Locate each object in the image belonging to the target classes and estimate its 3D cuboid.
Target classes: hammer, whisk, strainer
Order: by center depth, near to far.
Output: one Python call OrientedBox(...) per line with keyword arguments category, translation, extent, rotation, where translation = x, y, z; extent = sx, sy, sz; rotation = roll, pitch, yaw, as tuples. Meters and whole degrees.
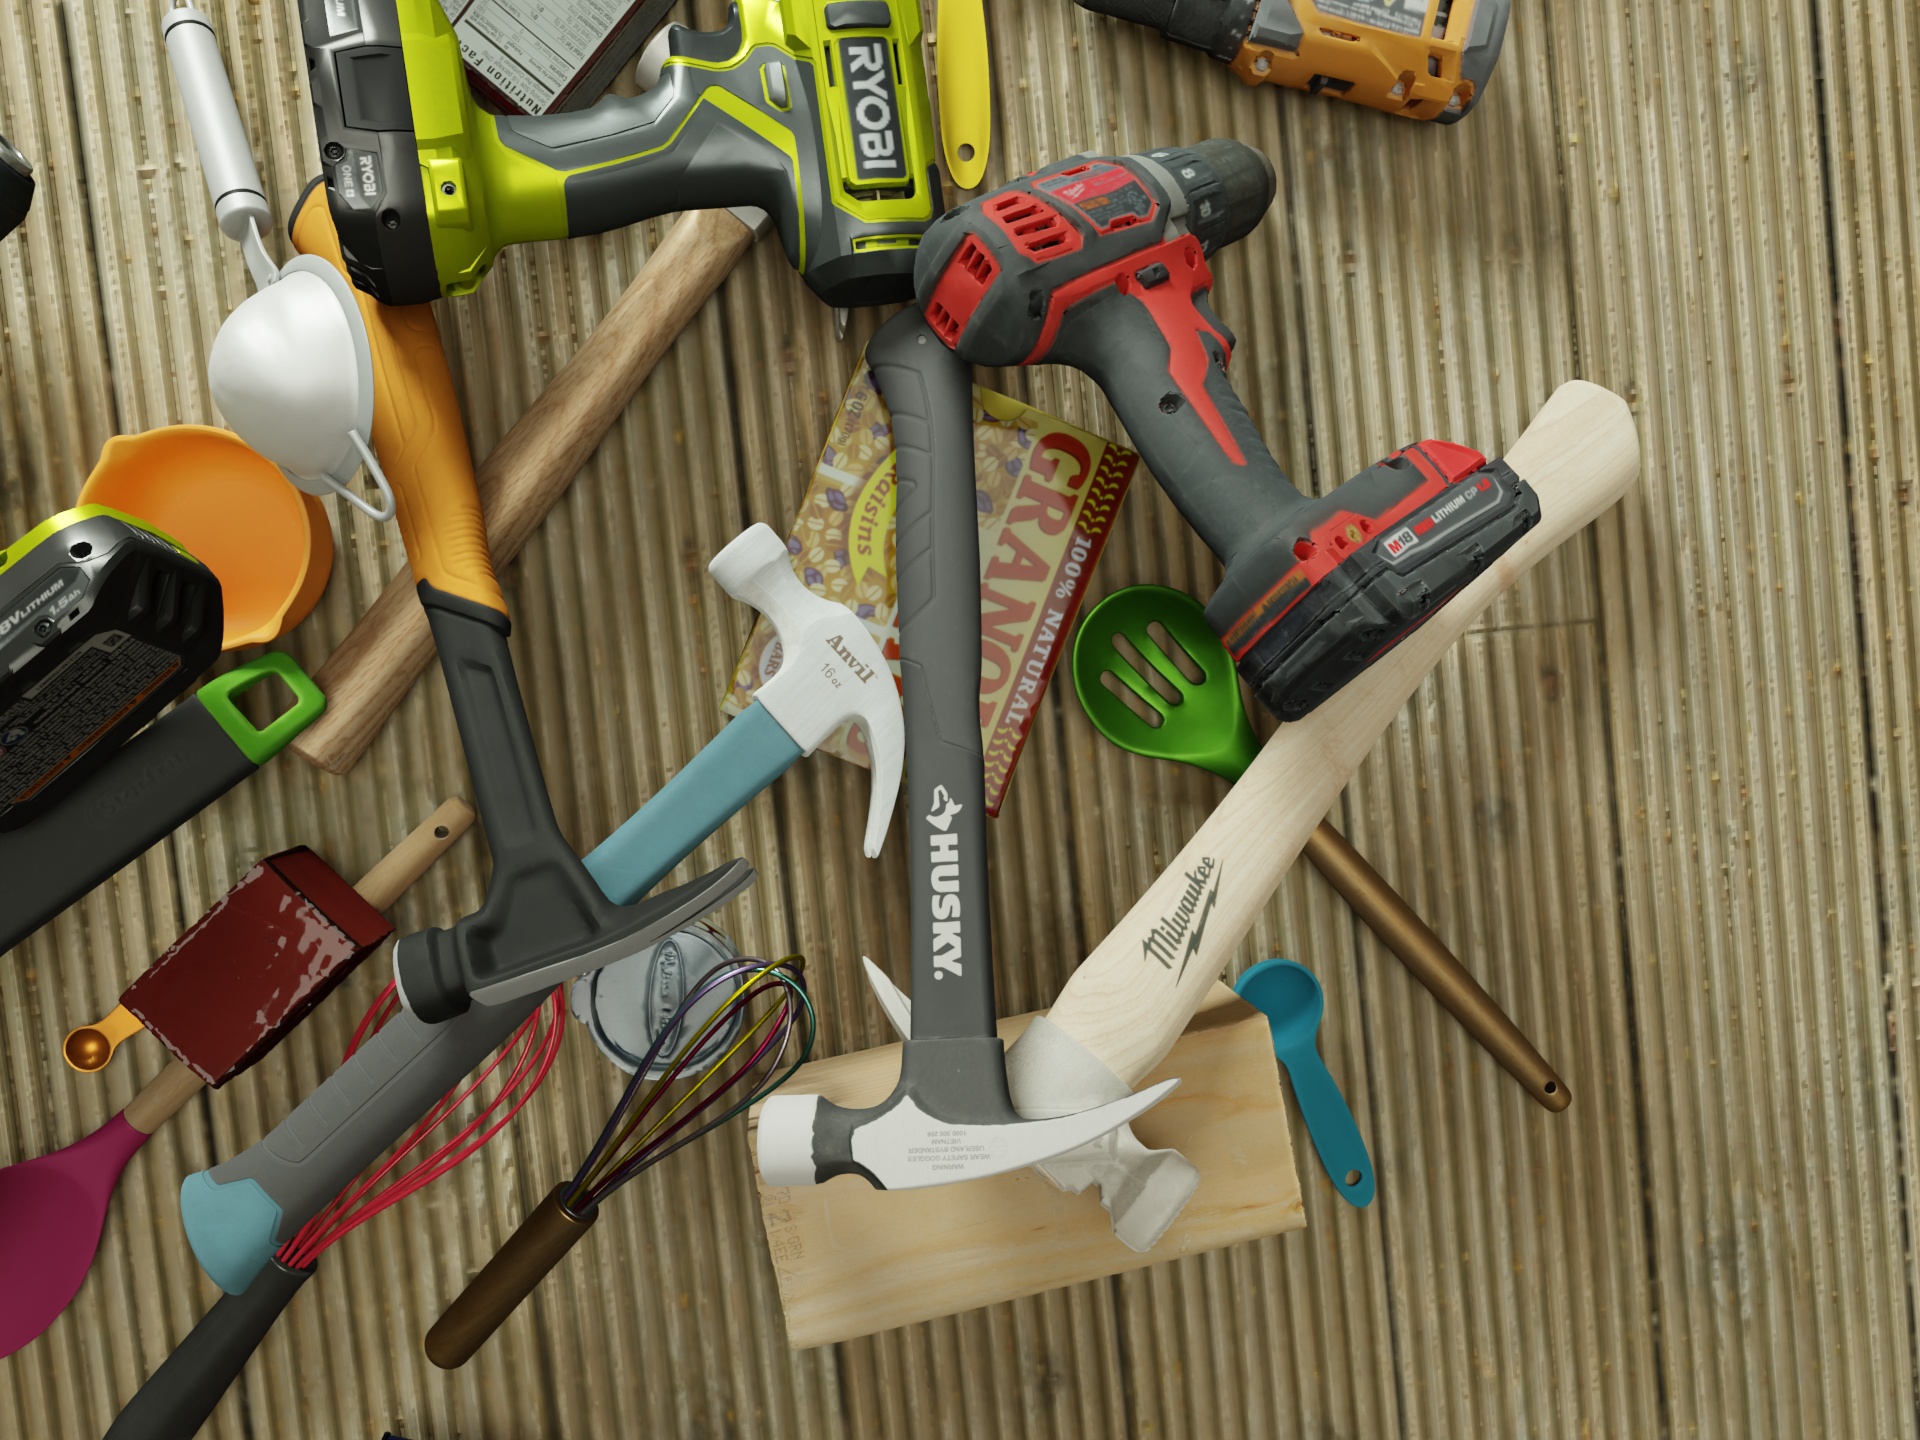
OrientedBox(category="hammer", translation=(-0.001, -0.002, 0.587), extent=(0.146, 0.035, 0.335), rotation=(-4, 76, 8))
OrientedBox(category="hammer", translation=(-0.184, -0.066, 0.596), extent=(0.127, 0.034, 0.337), rotation=(-20, 74, -2))
OrientedBox(category="strainer", translation=(-0.269, -0.182, 0.596), extent=(0.087, 0.050, 0.259), rotation=(-40, 64, 37))
OrientedBox(category="hammer", translation=(-0.154, 0.079, 0.599), extent=(0.331, 0.033, 0.128), rotation=(-43, 94, -11))
OrientedBox(category="whisk", translation=(-0.138, 0.179, 0.639), extent=(0.051, 0.047, 0.245), rotation=(39, 106, -10))
OrientedBox(category="hammer", translation=(0.140, 0.002, 0.642), extent=(0.146, 0.038, 0.411), rotation=(37, 73, 14))
OrientedBox(category="whisk", translation=(-0.258, 0.201, 0.643), extent=(0.073, 0.073, 0.296), rotation=(38, 94, -6))
OrientedBox(category="hammer", translation=(-0.163, -0.116, 0.653), extent=(0.130, 0.031, 0.331), rotation=(37, 89, -6))

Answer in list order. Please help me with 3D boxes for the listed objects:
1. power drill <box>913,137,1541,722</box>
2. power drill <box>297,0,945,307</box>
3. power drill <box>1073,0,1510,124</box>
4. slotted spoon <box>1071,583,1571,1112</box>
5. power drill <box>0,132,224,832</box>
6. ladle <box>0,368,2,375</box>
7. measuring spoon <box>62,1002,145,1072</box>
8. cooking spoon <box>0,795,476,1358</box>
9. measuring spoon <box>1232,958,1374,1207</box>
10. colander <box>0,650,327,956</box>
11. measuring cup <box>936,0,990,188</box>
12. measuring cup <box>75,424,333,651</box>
OrientedBox(category="power drill", translation=(0.111, -0.131, 0.612), extent=(0.188, 0.080, 0.227), rotation=(-32, 78, -37))
OrientedBox(category="power drill", translation=(-0.123, -0.240, 0.596), extent=(0.223, 0.080, 0.171), rotation=(-8, 91, -15))
OrientedBox(category="power drill", translation=(0.147, -0.377, 0.653), extent=(0.185, 0.084, 0.226), rotation=(11, 96, -5))
OrientedBox(category="slotted spoon", translation=(0.163, 0.062, 0.697), extent=(0.070, 0.031, 0.313), rotation=(-44, 98, -2))
OrientedBox(category="power drill", translation=(-0.372, -0.091, 0.569), extent=(0.190, 0.080, 0.229), rotation=(-41, 77, -1))
OrientedBox(category="ladle", translation=(-0.470, -0.270, 0.603), extent=(0.078, 0.062, 0.320), rotation=(-32, 98, -4))
OrientedBox(category="measuring spoon", translation=(-0.318, 0.104, 0.658), extent=(0.117, 0.011, 0.021), rotation=(-39, 97, -7))
OrientedBox(category="cooking spoon", translation=(-0.319, 0.146, 0.654), extent=(0.319, 0.017, 0.068), rotation=(-44, 103, -2))
OrientedBox(category="measuring spoon", translation=(0.154, 0.161, 0.708), extent=(0.042, 0.021, 0.128), rotation=(-27, 104, -7))
OrientedBox(category="colander", translation=(-0.413, 0.109, 0.612), extent=(0.397, 0.094, 0.204), rotation=(-39, 92, -14))
OrientedBox(category="measuring cup", translation=(-0.002, -0.305, 0.670), extent=(0.062, 0.029, 0.156), rotation=(-4, 105, -6))
OrientedBox(category="measuring cup", translation=(-0.328, -0.044, 0.629), extent=(0.173, 0.052, 0.095), rotation=(-38, 96, -1))
